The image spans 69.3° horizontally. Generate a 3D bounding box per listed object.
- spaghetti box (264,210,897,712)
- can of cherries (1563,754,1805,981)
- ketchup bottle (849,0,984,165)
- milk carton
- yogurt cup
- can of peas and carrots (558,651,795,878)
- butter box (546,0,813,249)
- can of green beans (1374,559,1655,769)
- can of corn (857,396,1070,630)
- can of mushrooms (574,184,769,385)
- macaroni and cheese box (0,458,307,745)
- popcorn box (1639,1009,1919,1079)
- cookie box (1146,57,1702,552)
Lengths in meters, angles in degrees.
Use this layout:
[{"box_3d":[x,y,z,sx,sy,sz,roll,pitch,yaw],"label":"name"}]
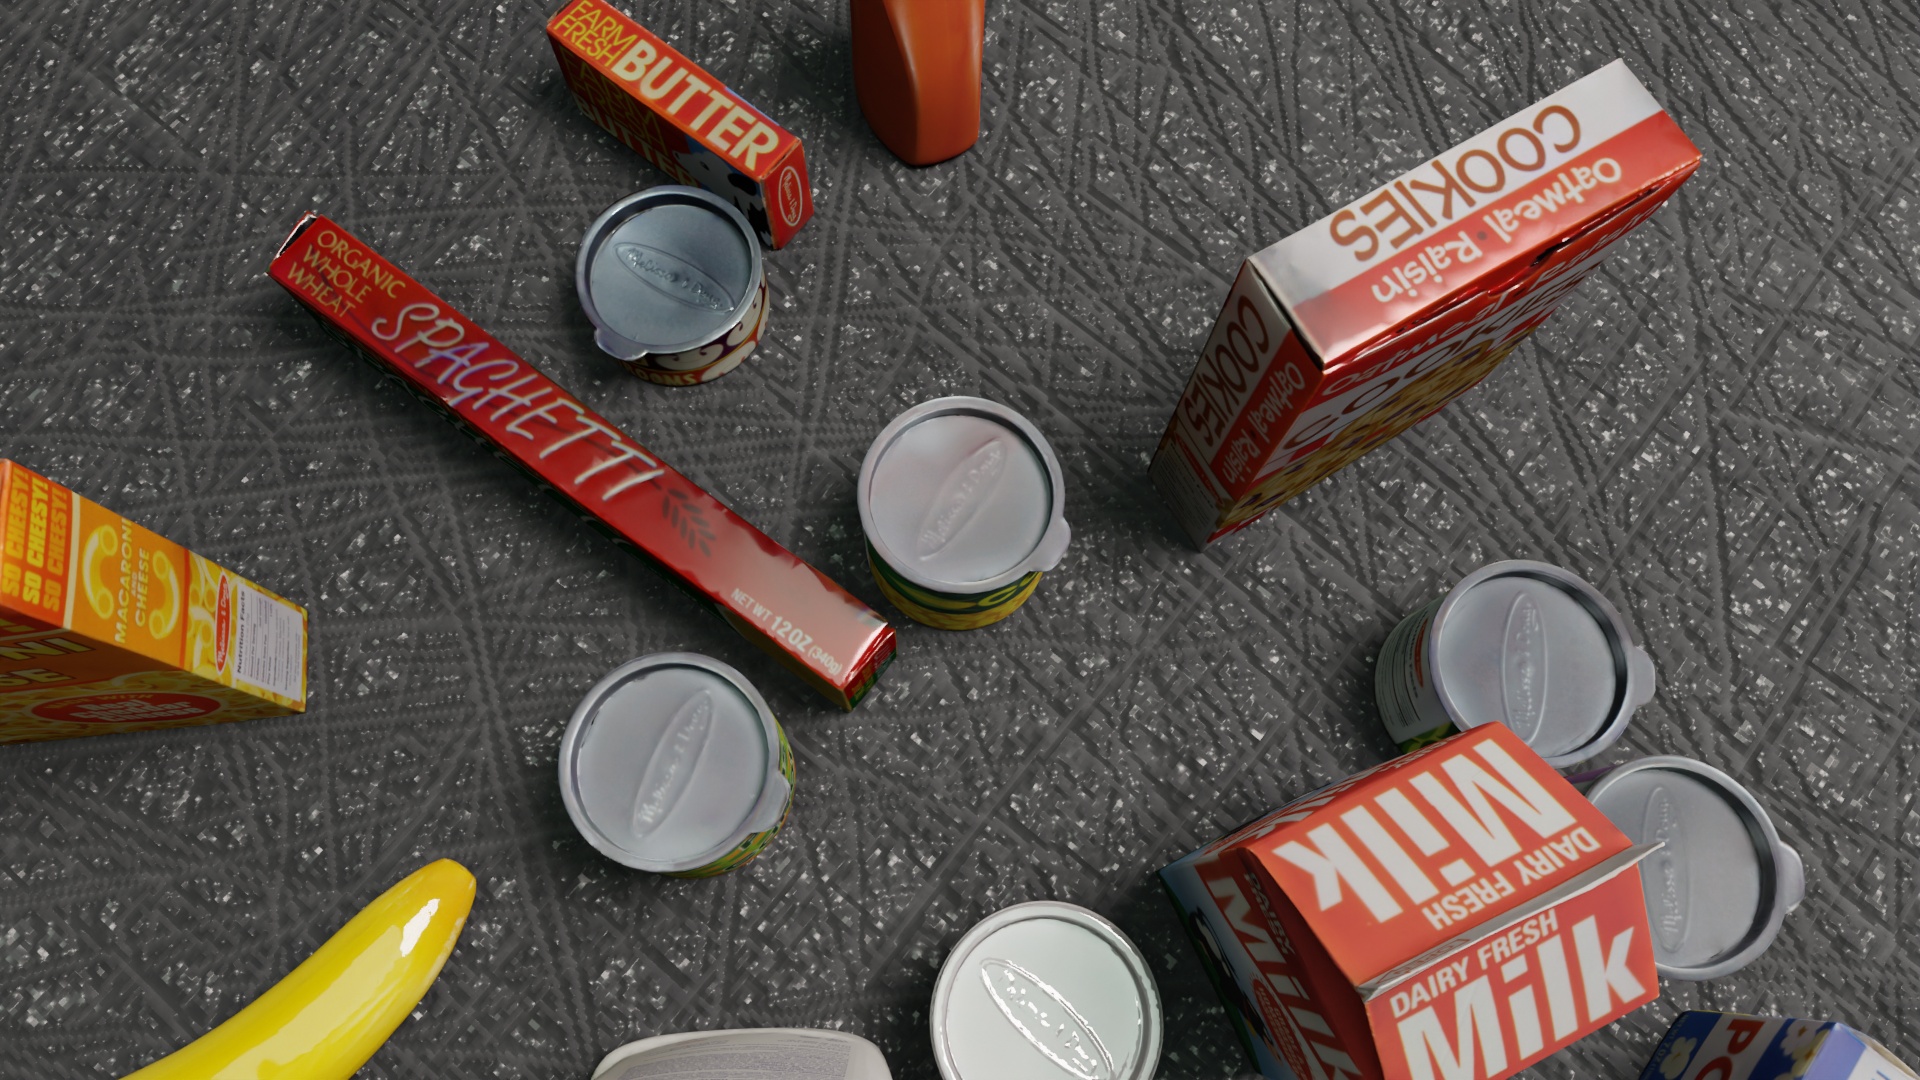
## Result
[{"box_3d":[-0.129,-0.027,0.475,0.250,0.050,0.029,35,76,8],"label":"spaghetti box"},{"box_3d":[0.216,0.106,0.442,0.071,0.058,0.071,0,74,-2],"label":"can of cherries"},{"box_3d":[-0.016,-0.193,0.477,0.043,0.148,0.065,-24,76,-8],"label":"ketchup bottle"},{"box_3d":[0.112,0.102,0.371,0.072,0.190,0.073,-25,76,-8],"label":"milk carton"},{"box_3d":[0.024,0.146,0.426,0.072,0.053,0.072,0,74,-2],"label":"yogurt cup"},{"box_3d":[-0.085,0.074,0.442,0.071,0.058,0.071,0,74,-2],"label":"can of peas and carrots"},{"box_3d":[-0.102,-0.154,0.512,0.103,0.053,0.024,37,76,9],"label":"butter box"},{"box_3d":[0.177,0.046,0.459,0.071,0.057,0.071,0,74,-2],"label":"can of green beans"},{"box_3d":[0.002,-0.006,0.468,0.071,0.058,0.071,0,74,-2],"label":"can of corn"},{"box_3d":[-0.105,-0.090,0.503,0.071,0.033,0.071,0,73,-2],"label":"can of mushrooms"},{"box_3d":[-0.283,0.025,0.394,0.124,0.166,0.040,-6,74,-3],"label":"macaroni and cheese box"},{"box_3d":[0.214,0.198,0.400,0.038,0.085,0.127,38,76,9],"label":"popcorn box"},{"box_3d":[0.131,-0.062,0.432,0.123,0.167,0.040,-30,77,-10],"label":"cookie box"}]
